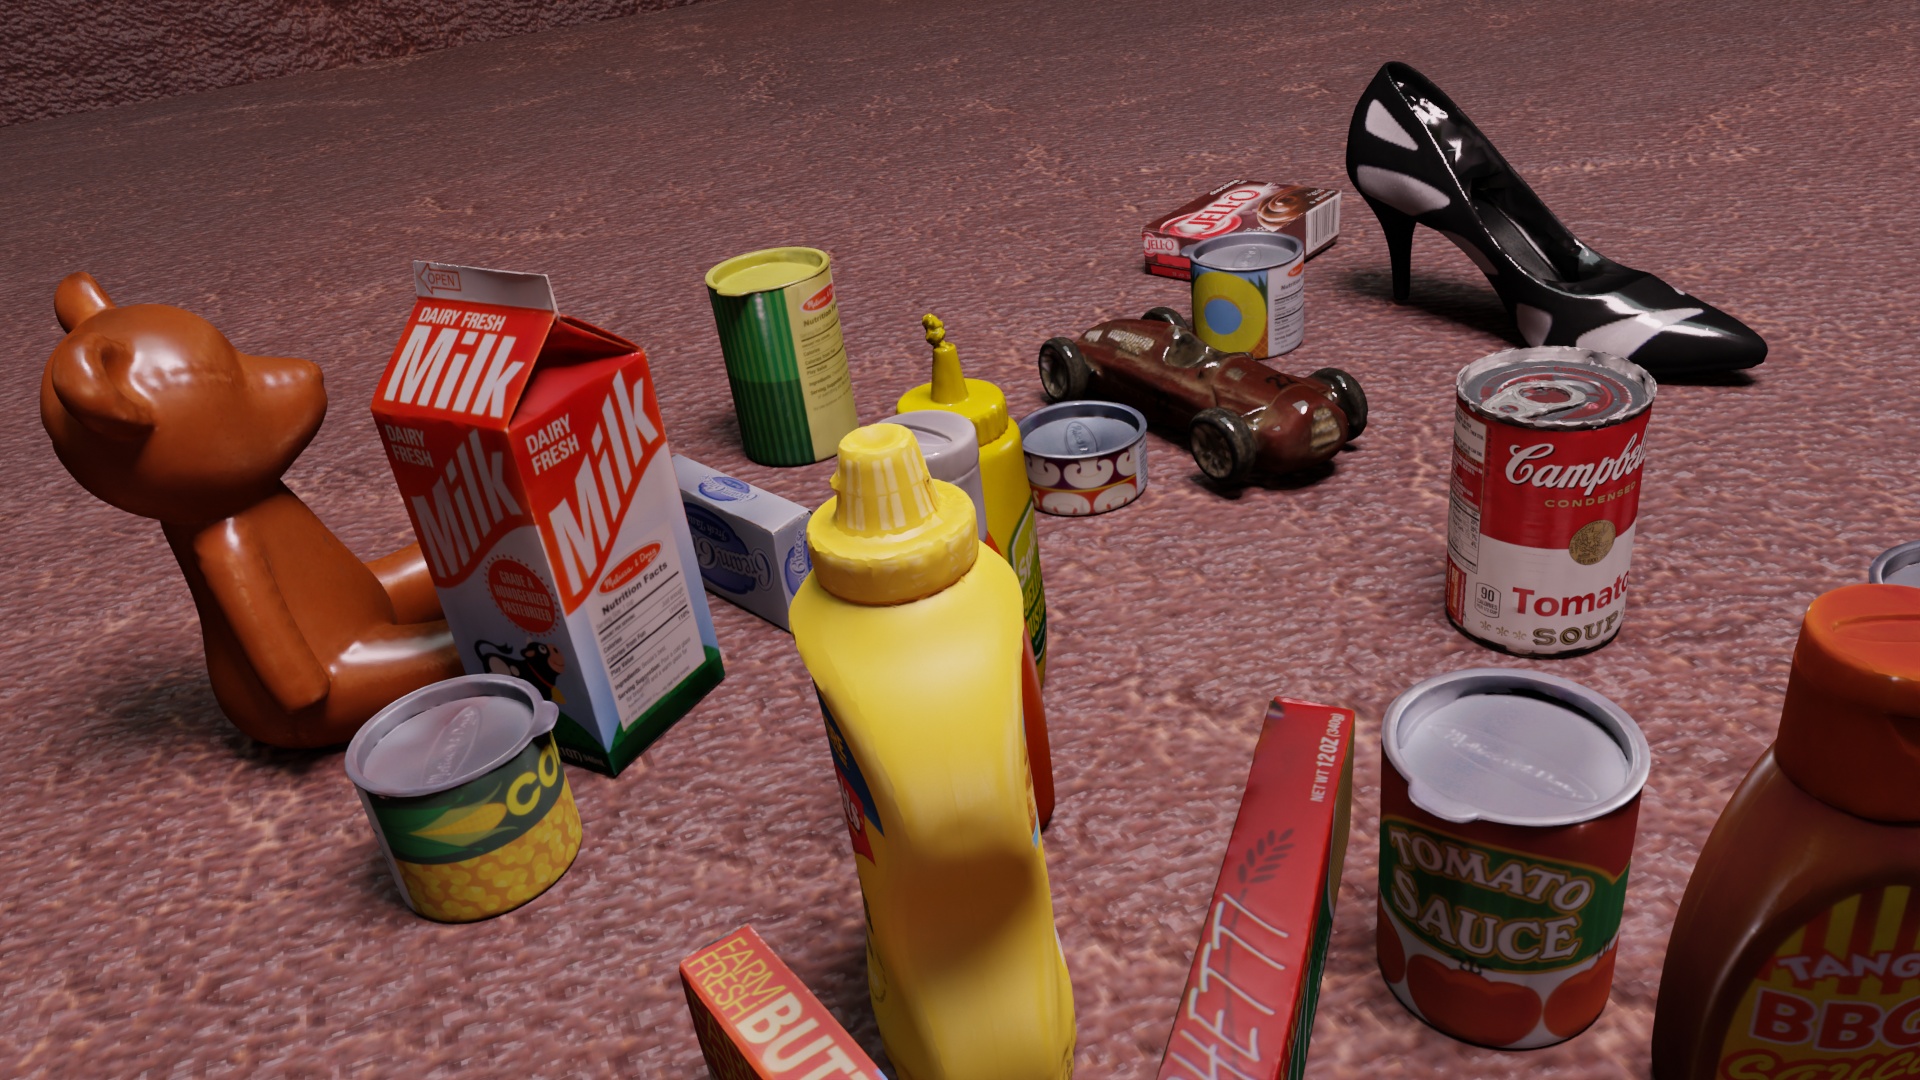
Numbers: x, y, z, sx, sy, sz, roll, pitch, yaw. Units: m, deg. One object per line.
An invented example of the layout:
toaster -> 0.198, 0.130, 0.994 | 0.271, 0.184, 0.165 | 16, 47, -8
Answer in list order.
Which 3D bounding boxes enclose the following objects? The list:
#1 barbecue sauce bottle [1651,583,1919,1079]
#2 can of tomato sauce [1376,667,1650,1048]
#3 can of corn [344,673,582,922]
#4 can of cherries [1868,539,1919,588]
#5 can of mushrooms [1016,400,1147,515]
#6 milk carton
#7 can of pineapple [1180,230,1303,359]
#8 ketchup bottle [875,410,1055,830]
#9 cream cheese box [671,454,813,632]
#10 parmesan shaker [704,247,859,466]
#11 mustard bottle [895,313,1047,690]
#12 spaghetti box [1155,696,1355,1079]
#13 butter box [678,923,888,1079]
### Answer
barbecue sauce bottle -> 0.203, 0.081, 0.322 | 0.065, 0.147, 0.044 | -3, 29, 8
can of tomato sauce -> 0.150, 0.089, 0.387 | 0.071, 0.082, 0.071 | -6, 29, 3
can of corn -> -0.169, 0.089, 0.486 | 0.071, 0.058, 0.071 | -6, 29, 3
can of cherries -> 0.331, 0.041, 0.453 | 0.071, 0.058, 0.072 | -6, 29, 3
can of mushrooms -> 0.057, -0.041, 0.687 | 0.071, 0.033, 0.071 | -6, 29, 3
milk carton -> -0.157, -0.013, 0.528 | 0.072, 0.189, 0.074 | 10, 34, 29
can of pineapple -> 0.167, -0.145, 0.820 | 0.071, 0.057, 0.071 | -6, 29, 3
ketchup bottle -> -0.005, 0.032, 0.457 | 0.065, 0.148, 0.044 | 18, 38, 38
cream cheese box -> -0.103, 0.000, 0.632 | 0.104, 0.053, 0.024 | 22, 40, 41
parmesan shaker -> -0.097, -0.098, 0.753 | 0.071, 0.102, 0.071 | -6, 29, 3
mustard bottle -> 0.002, -0.006, 0.511 | 0.049, 0.159, 0.066 | 1, 30, 15
spaghetti box -> 0.072, 0.134, 0.358 | 0.028, 0.050, 0.251 | 5, 32, 21
butter box -> -0.035, 0.148, 0.355 | 0.024, 0.053, 0.103 | -25, 34, -28
